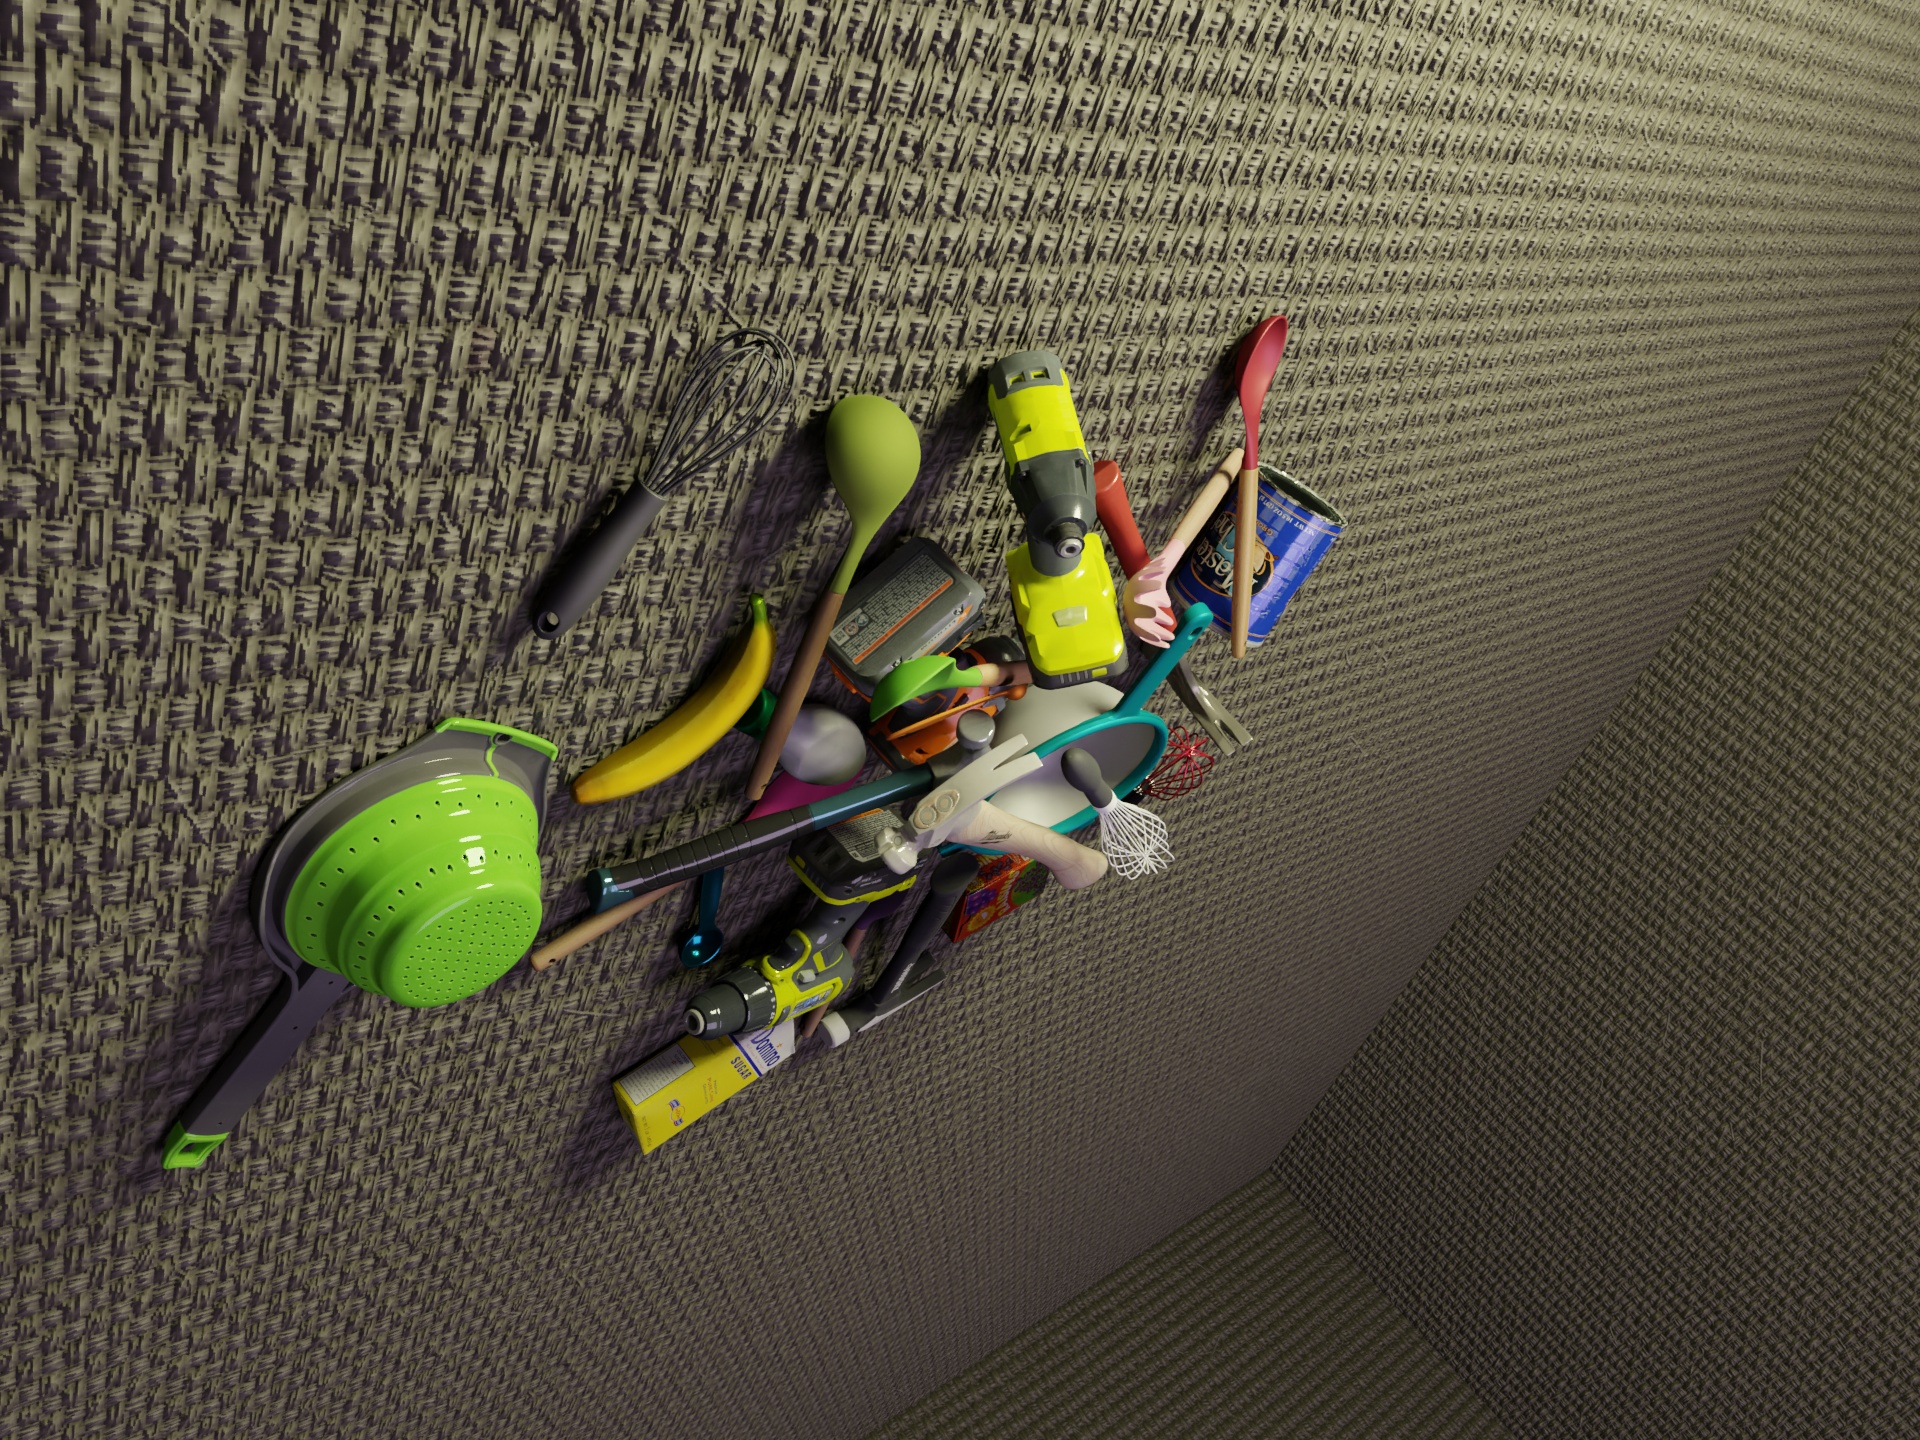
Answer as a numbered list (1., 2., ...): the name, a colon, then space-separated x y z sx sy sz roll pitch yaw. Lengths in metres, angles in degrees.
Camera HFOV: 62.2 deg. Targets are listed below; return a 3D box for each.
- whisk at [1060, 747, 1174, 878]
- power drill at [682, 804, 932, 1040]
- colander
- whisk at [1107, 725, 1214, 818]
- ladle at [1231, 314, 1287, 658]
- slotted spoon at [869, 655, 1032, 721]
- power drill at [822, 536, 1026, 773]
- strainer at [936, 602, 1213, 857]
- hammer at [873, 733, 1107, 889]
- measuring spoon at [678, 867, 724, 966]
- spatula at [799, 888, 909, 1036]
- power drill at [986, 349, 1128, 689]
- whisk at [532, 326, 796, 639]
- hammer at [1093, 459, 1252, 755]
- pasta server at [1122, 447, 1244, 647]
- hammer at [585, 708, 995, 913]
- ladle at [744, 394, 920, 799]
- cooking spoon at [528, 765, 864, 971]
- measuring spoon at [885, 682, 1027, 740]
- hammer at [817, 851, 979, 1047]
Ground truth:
1. whisk: 0.137 0.083 1.451 0.070 0.070 0.284 -44 150 -1
2. power drill: -0.138 0.185 1.401 0.190 0.080 0.228 -14 142 -54
3. colander: -0.394 0.180 1.049 0.397 0.095 0.204 -50 151 10
4. whisk: 0.192 0.062 1.626 0.073 0.073 0.295 -36 173 -16
5. ladle: 0.249 -0.194 1.370 0.069 0.031 0.315 -35 134 -43
6. slotted spoon: 0.020 -0.033 1.209 0.070 0.031 0.313 -36 168 26
7. power drill: -0.017 -0.050 1.255 0.164 0.084 0.226 -41 156 -7
8. strainer: 0.105 -0.012 1.409 0.211 0.095 0.340 -8 146 -39
9. hammer: 0.066 0.101 1.410 0.146 0.038 0.410 -37 158 11
10. measuring spoon: -0.217 0.153 1.337 0.042 0.021 0.128 -15 131 -38
11. spatula: -0.103 0.213 1.532 0.018 0.060 0.315 -10 142 -36
12. power drill: 0.069 -0.129 1.145 0.080 0.171 0.223 -12 143 2
13. whisk: -0.183 -0.137 0.956 0.239 0.055 0.055 -48 152 16
14. hammer: 0.171 -0.102 1.389 0.036 0.149 0.358 -35 145 0
15. pasta server: 0.192 -0.153 1.297 0.316 0.040 0.060 -53 140 -49
16. hammer: -0.130 0.080 1.239 0.331 0.033 0.128 -19 155 -13
17. ladle: -0.104 -0.077 1.105 0.078 0.062 0.320 -23 145 -53
18. cooking spoon: -0.204 0.109 1.278 0.319 0.017 0.068 -32 143 -23
19. measuring spoon: -0.002 -0.004 1.209 0.117 0.011 0.021 -21 176 -10
20. hammer: -0.042 0.217 1.557 0.146 0.035 0.334 -26 159 -31
